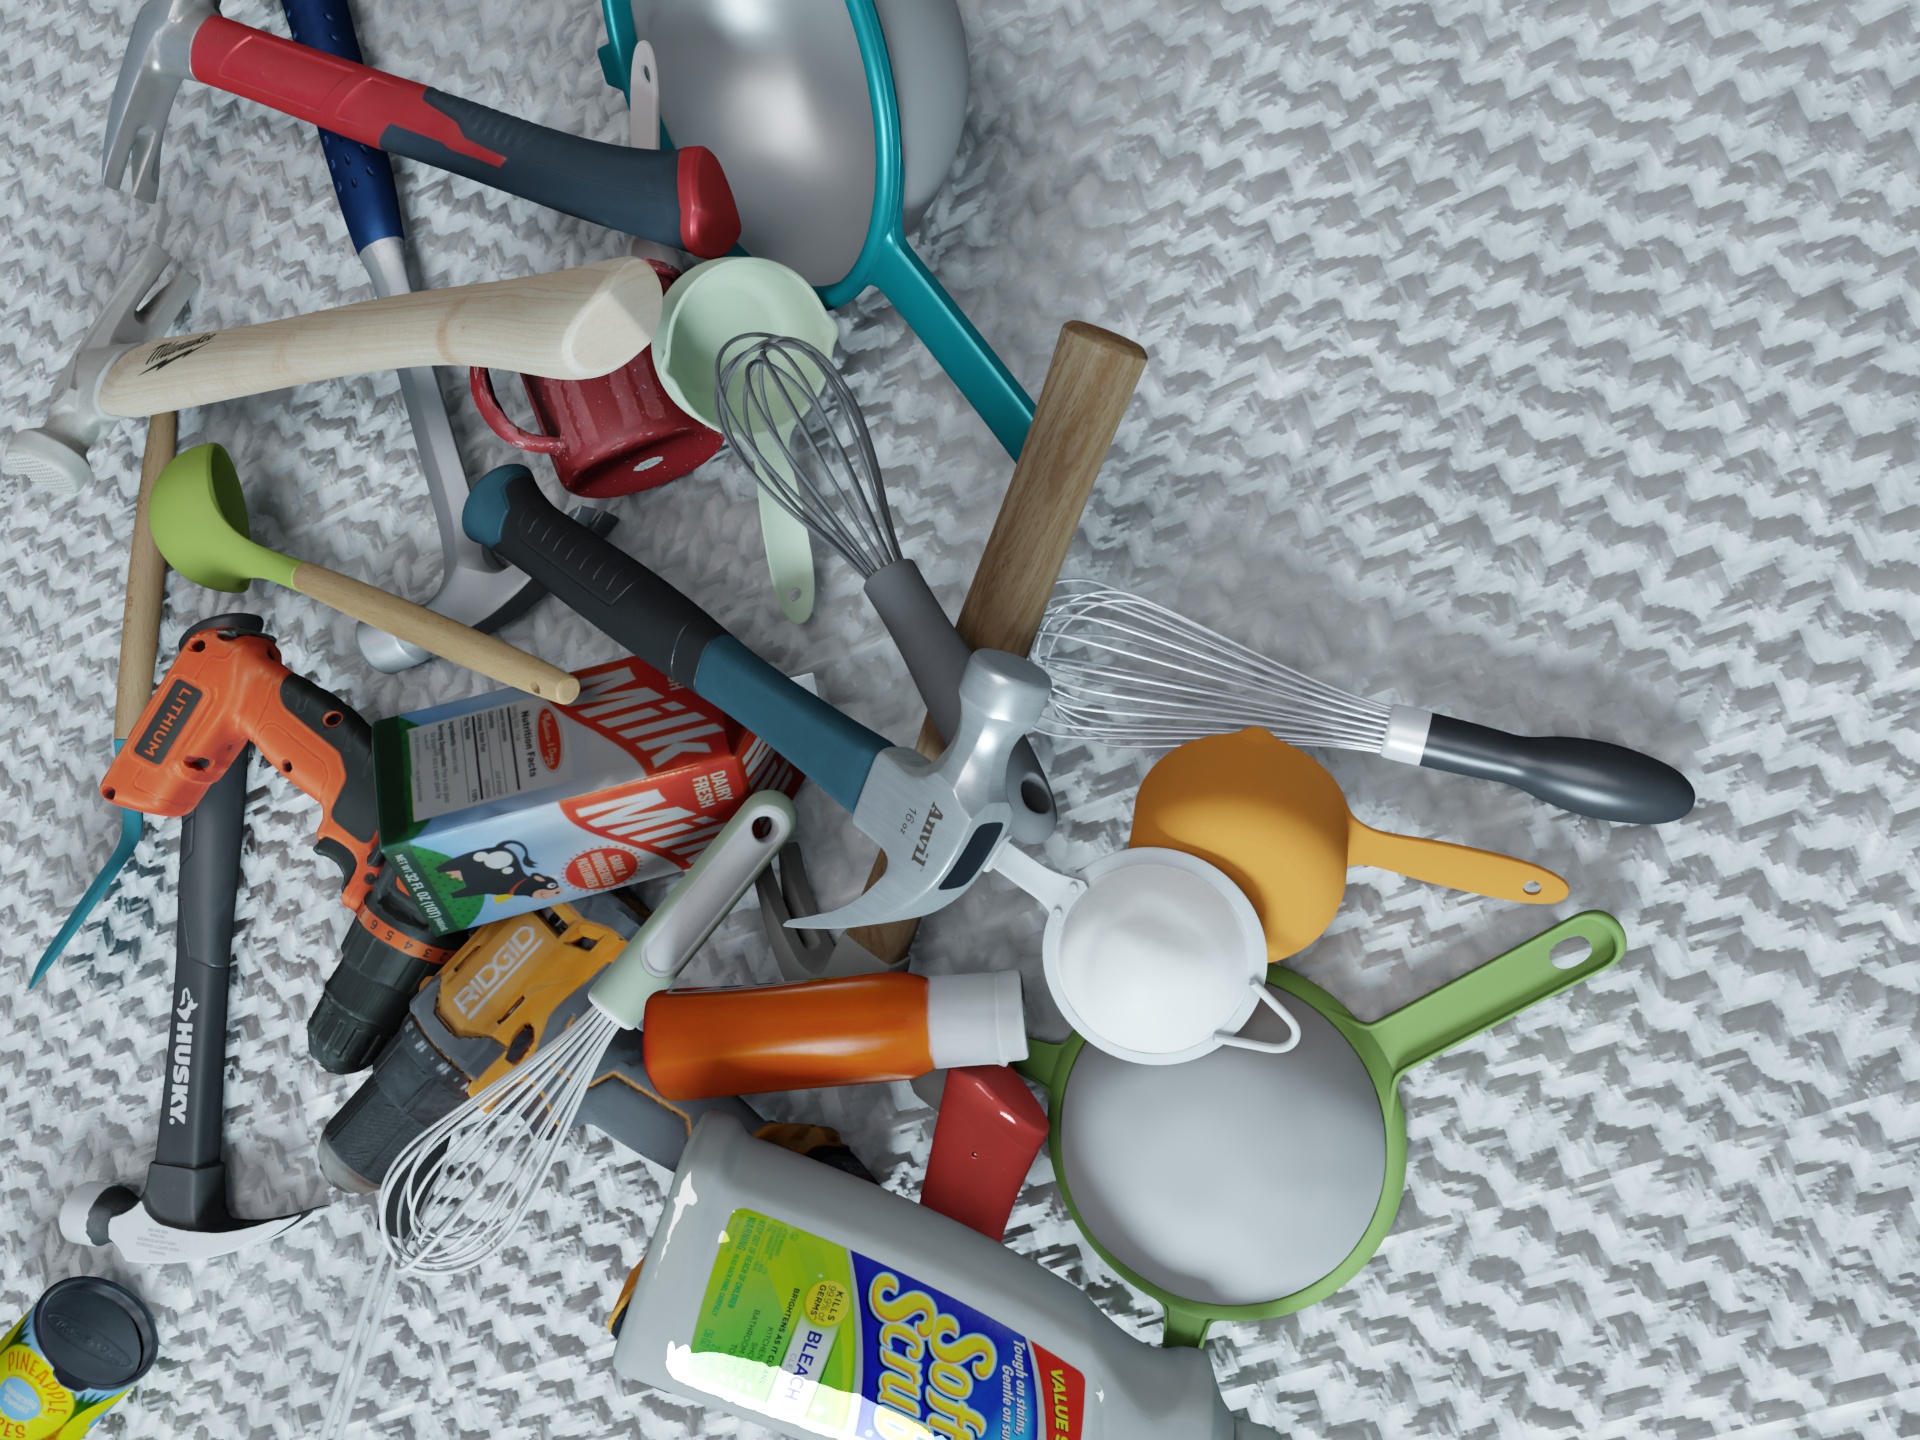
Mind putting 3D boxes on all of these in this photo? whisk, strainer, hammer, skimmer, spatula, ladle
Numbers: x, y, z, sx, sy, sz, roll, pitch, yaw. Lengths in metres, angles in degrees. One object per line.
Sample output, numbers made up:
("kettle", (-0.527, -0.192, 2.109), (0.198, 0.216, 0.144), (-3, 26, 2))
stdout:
("whisk", (-0.029, -0.055, 0.617), (0.055, 0.055, 0.239), (-34, 75, 13))
("strainer", (0.144, 0.144, 0.626), (0.256, 0.069, 0.151), (-32, 76, 15))
("hammer", (-0.030, 0.316, 0.672), (0.149, 0.036, 0.359), (12, 95, 19))
("strainer", (0.017, 0.055, 0.615), (0.258, 0.050, 0.087), (34, 105, 14))
("skimmer", (-0.274, 0.313, 0.774), (0.127, 0.090, 0.363), (9, 78, 28))
("hammer", (-0.271, -0.276, 0.771), (0.386, 0.038, 0.143), (25, 98, 23))
("strainer", (-0.026, -0.243, 0.685), (0.095, 0.211, 0.340), (-32, 82, -28))
("spatula", (-0.454, -0.016, 0.852), (0.082, 0.044, 0.317), (-10, 76, 60))
("hammer", (-0.291, -0.236, 0.821), (0.144, 0.035, 0.406), (-21, 79, 16))
("whisk", (-0.151, 0.127, 0.661), (0.057, 0.059, 0.246), (41, 81, -14))
("hammer", (-0.001, -0.002, 0.654), (0.130, 0.031, 0.331), (31, 115, 25))
("ladle", (-0.284, -0.066, 0.754), (0.320, 0.062, 0.078), (21, 128, 31))
("hammer", (-0.294, -0.182, 0.741), (0.411, 0.038, 0.146), (2, 62, 33))
("hammer", (-0.388, 0.111, 0.826), (0.146, 0.035, 0.335), (1, 86, 19))
("hammer", (-0.105, -0.029, 0.639), (0.331, 0.033, 0.128), (33, 111, 36))
("whisk", (0.149, -0.003, 0.647), (0.284, 0.070, 0.070), (14, 90, 14))

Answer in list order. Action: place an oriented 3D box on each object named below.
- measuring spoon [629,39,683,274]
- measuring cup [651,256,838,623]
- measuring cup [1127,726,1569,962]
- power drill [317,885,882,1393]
("measuring spoon", (-0.142, -0.257, 0.749), (0.034, 0.018, 0.124), (39, 139, 32))
("measuring cup", (-0.092, -0.125, 0.716), (0.038, 0.083, 0.167), (35, 139, 54))
("measuring cup", (0.150, 0.063, 0.624), (0.173, 0.052, 0.095), (11, 125, 11))
("power drill", (-0.167, 0.192, 0.708), (0.226, 0.084, 0.185), (42, 85, 19))
